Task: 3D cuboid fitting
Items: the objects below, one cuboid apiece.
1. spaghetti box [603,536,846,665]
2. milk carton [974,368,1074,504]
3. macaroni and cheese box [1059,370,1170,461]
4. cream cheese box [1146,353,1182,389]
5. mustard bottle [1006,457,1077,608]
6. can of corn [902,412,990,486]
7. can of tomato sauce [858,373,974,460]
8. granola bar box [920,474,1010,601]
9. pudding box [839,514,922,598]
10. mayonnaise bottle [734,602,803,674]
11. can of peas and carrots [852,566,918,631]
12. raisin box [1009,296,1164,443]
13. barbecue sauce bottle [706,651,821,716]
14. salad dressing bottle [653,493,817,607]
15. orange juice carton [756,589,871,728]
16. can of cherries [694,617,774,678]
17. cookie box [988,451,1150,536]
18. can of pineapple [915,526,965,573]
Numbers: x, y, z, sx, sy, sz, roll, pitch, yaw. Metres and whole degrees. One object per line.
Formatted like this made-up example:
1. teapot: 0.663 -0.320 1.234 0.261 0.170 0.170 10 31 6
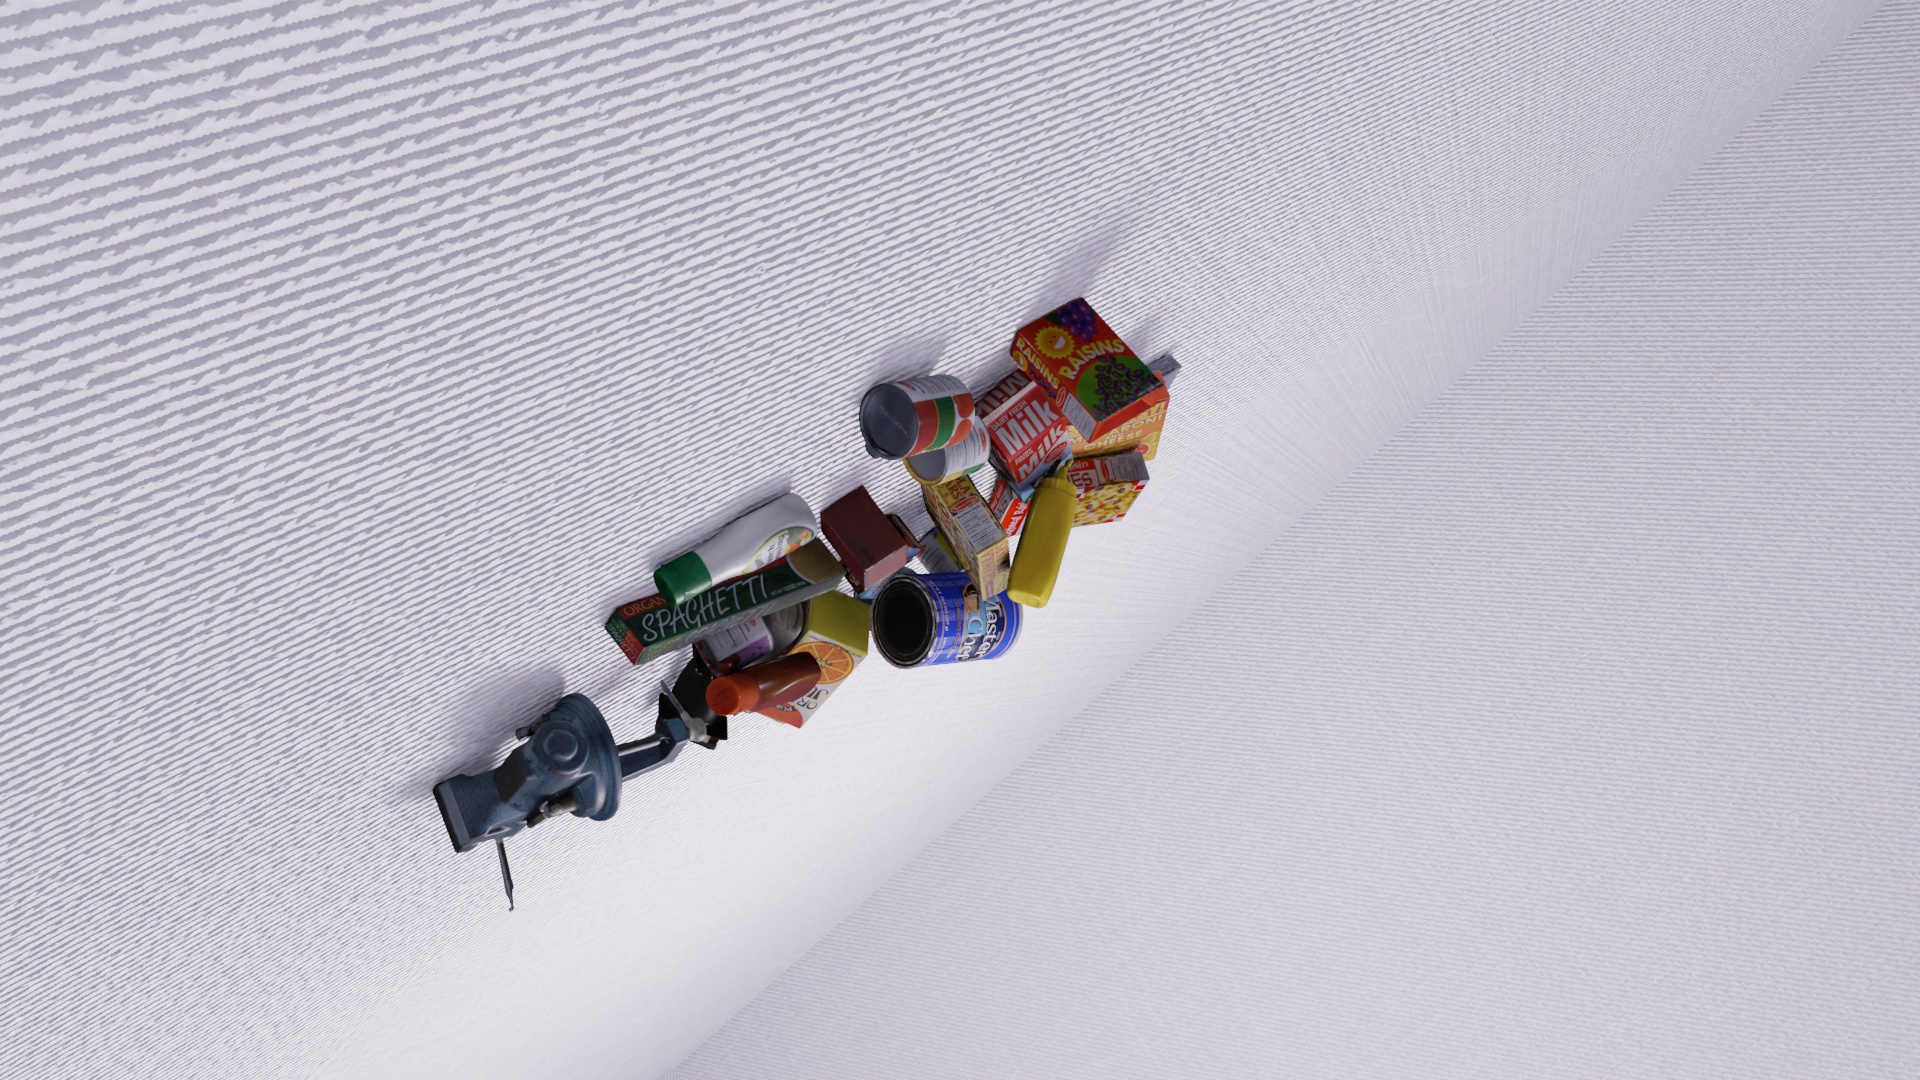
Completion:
1. spaghetti box: -0.212 0.053 1.292 0.251 0.050 0.028 -21 154 -46
2. milk carton: 0.060 -0.109 1.406 0.072 0.073 0.190 -39 163 -4
3. macaroni and cheese box: 0.168 -0.125 1.583 0.124 0.040 0.166 -15 160 -4
4. cream cheese box: 0.210 -0.179 1.631 0.104 0.024 0.053 -29 159 -31
5. mustard bottle: 0.089 -0.012 1.429 0.065 0.049 0.160 86 20 -72
6. can of corn: -0.017 -0.089 1.315 0.058 0.071 0.070 -22 156 -43
7. can of tomato sauce: -0.038 -0.107 1.215 0.083 0.071 0.071 -18 154 -51
8. granola bar box: 0.005 -0.018 1.435 0.039 0.124 0.165 -31 163 -7
9. pudding box: -0.085 0.018 1.470 0.083 0.050 0.030 -45 161 19
10. mayonnaise bottle: -0.220 0.118 1.435 0.147 0.041 0.065 -45 -155 26
11. can of peas and carrots: -0.081 0.069 1.585 0.059 0.071 0.070 -19 154 -50
12. raisin box: 0.118 -0.161 1.307 0.086 0.123 0.040 -31 161 -25
13. barbecue sauce bottle: -0.193 0.141 1.345 0.064 0.044 0.149 -35 171 18
14. salad dressing bottle: -0.197 0.009 1.220 0.148 0.044 0.064 -30 162 -28
15. orange juice carton: -0.174 0.135 1.487 0.072 0.073 0.191 25 129 -22
16. can of cherries: -0.223 0.095 1.347 0.058 0.071 0.071 -32 162 -23
17. cookie box: 0.122 -0.053 1.625 0.168 0.040 0.122 -8 159 -14
18. can of pineapple: -0.010 0.017 1.612 0.071 0.058 0.070 -36 163 -13
